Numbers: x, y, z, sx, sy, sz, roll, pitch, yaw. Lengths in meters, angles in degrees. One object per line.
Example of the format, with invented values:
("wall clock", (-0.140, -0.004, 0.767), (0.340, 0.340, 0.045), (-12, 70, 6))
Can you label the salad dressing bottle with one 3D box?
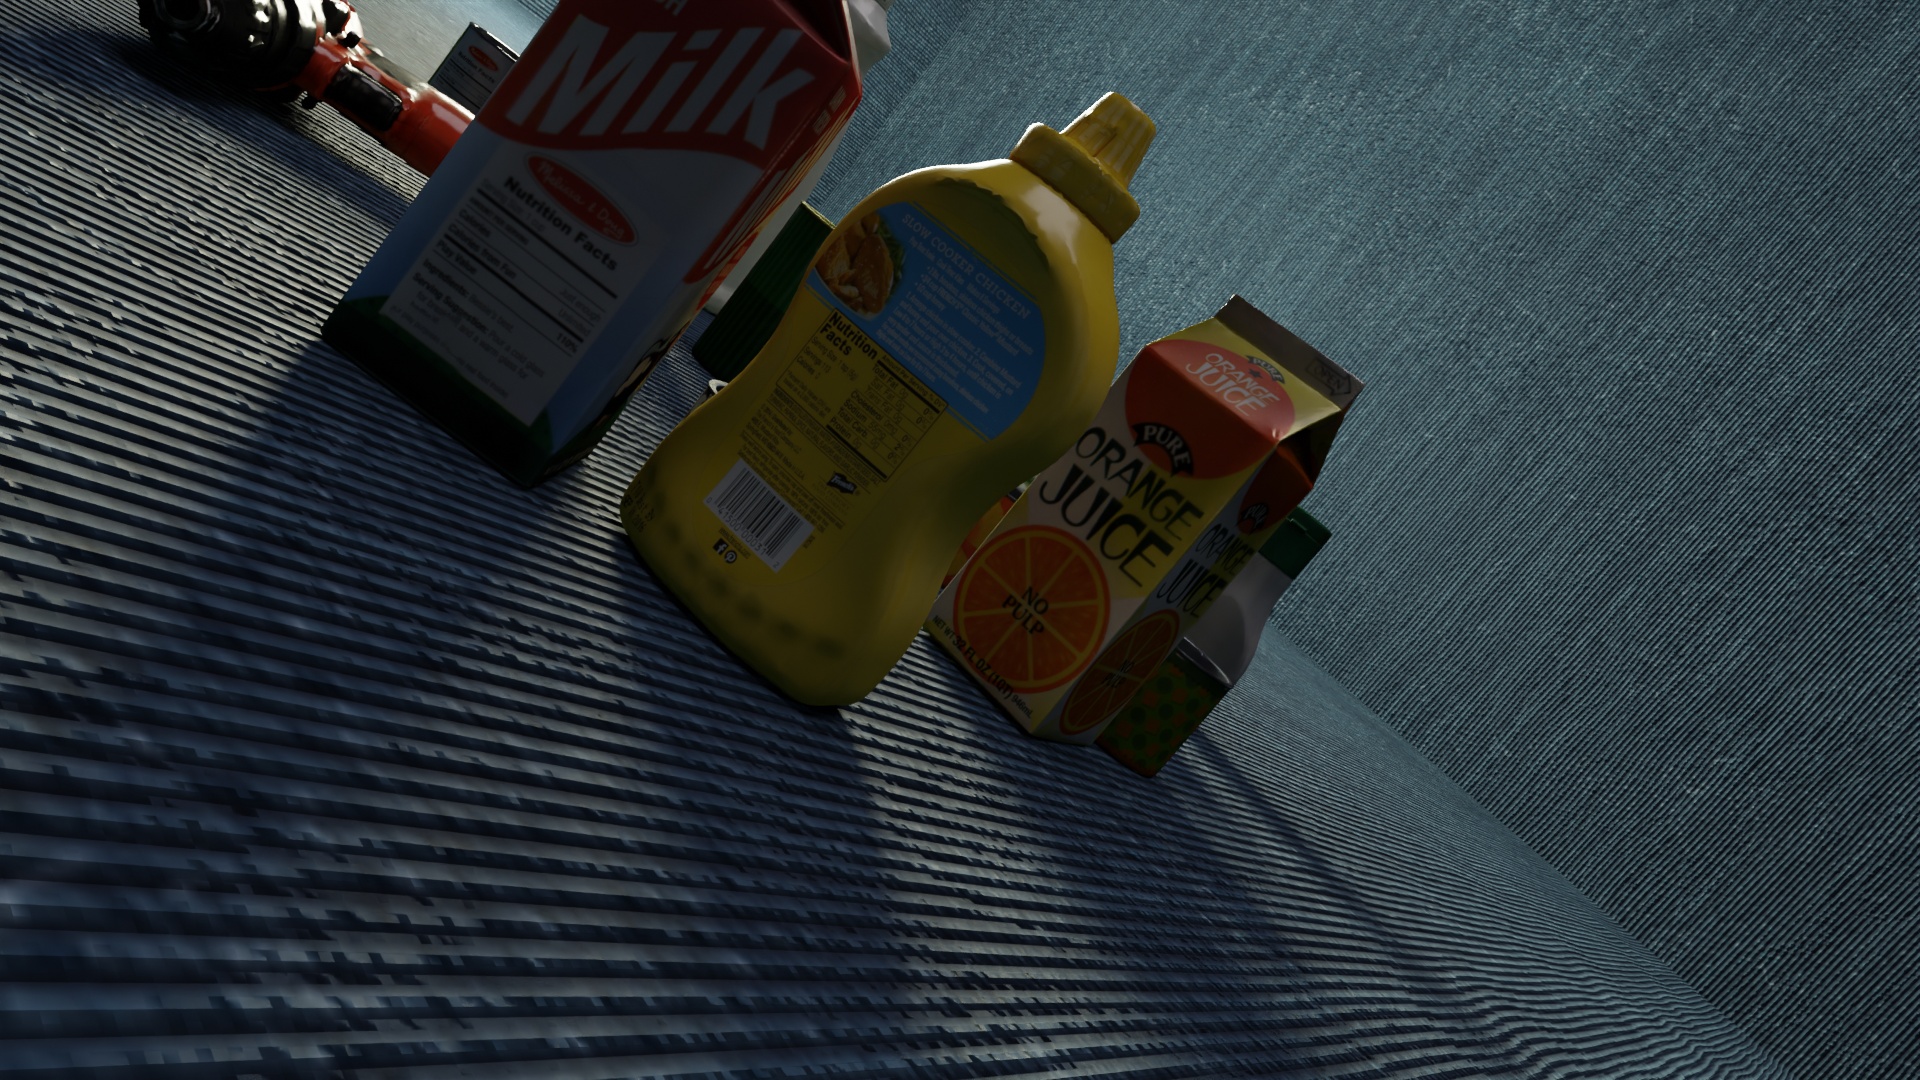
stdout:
("salad dressing bottle", (0.171, 0.041, 0.869), (0.064, 0.147, 0.044), (41, 8, 15))

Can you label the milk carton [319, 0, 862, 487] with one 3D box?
("milk carton", (-0.090, -0.114, 0.408), (0.073, 0.190, 0.072), (38, 8, -8))

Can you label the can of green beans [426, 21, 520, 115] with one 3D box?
("can of green beans", (-0.292, -0.276, 0.861), (0.071, 0.057, 0.071), (38, 8, -6))

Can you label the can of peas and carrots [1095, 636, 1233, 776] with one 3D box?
("can of peas and carrots", (0.083, 0.067, 0.654), (0.071, 0.058, 0.071), (38, 8, -6))

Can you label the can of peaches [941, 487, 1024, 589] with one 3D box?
("can of peaches", (0.003, -0.009, 0.713), (0.071, 0.058, 0.071), (38, 8, -6))

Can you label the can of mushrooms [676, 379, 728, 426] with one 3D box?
("can of mushrooms", (-0.080, -0.029, 0.546), (0.071, 0.033, 0.071), (38, 8, -6))

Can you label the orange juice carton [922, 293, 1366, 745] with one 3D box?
("orange juice carton", (0.079, -0.010, 0.581), (0.072, 0.192, 0.073), (43, 8, 27))

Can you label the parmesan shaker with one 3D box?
("parmesan shaker", (-0.094, -0.127, 0.766), (0.071, 0.103, 0.071), (38, 8, -6))
